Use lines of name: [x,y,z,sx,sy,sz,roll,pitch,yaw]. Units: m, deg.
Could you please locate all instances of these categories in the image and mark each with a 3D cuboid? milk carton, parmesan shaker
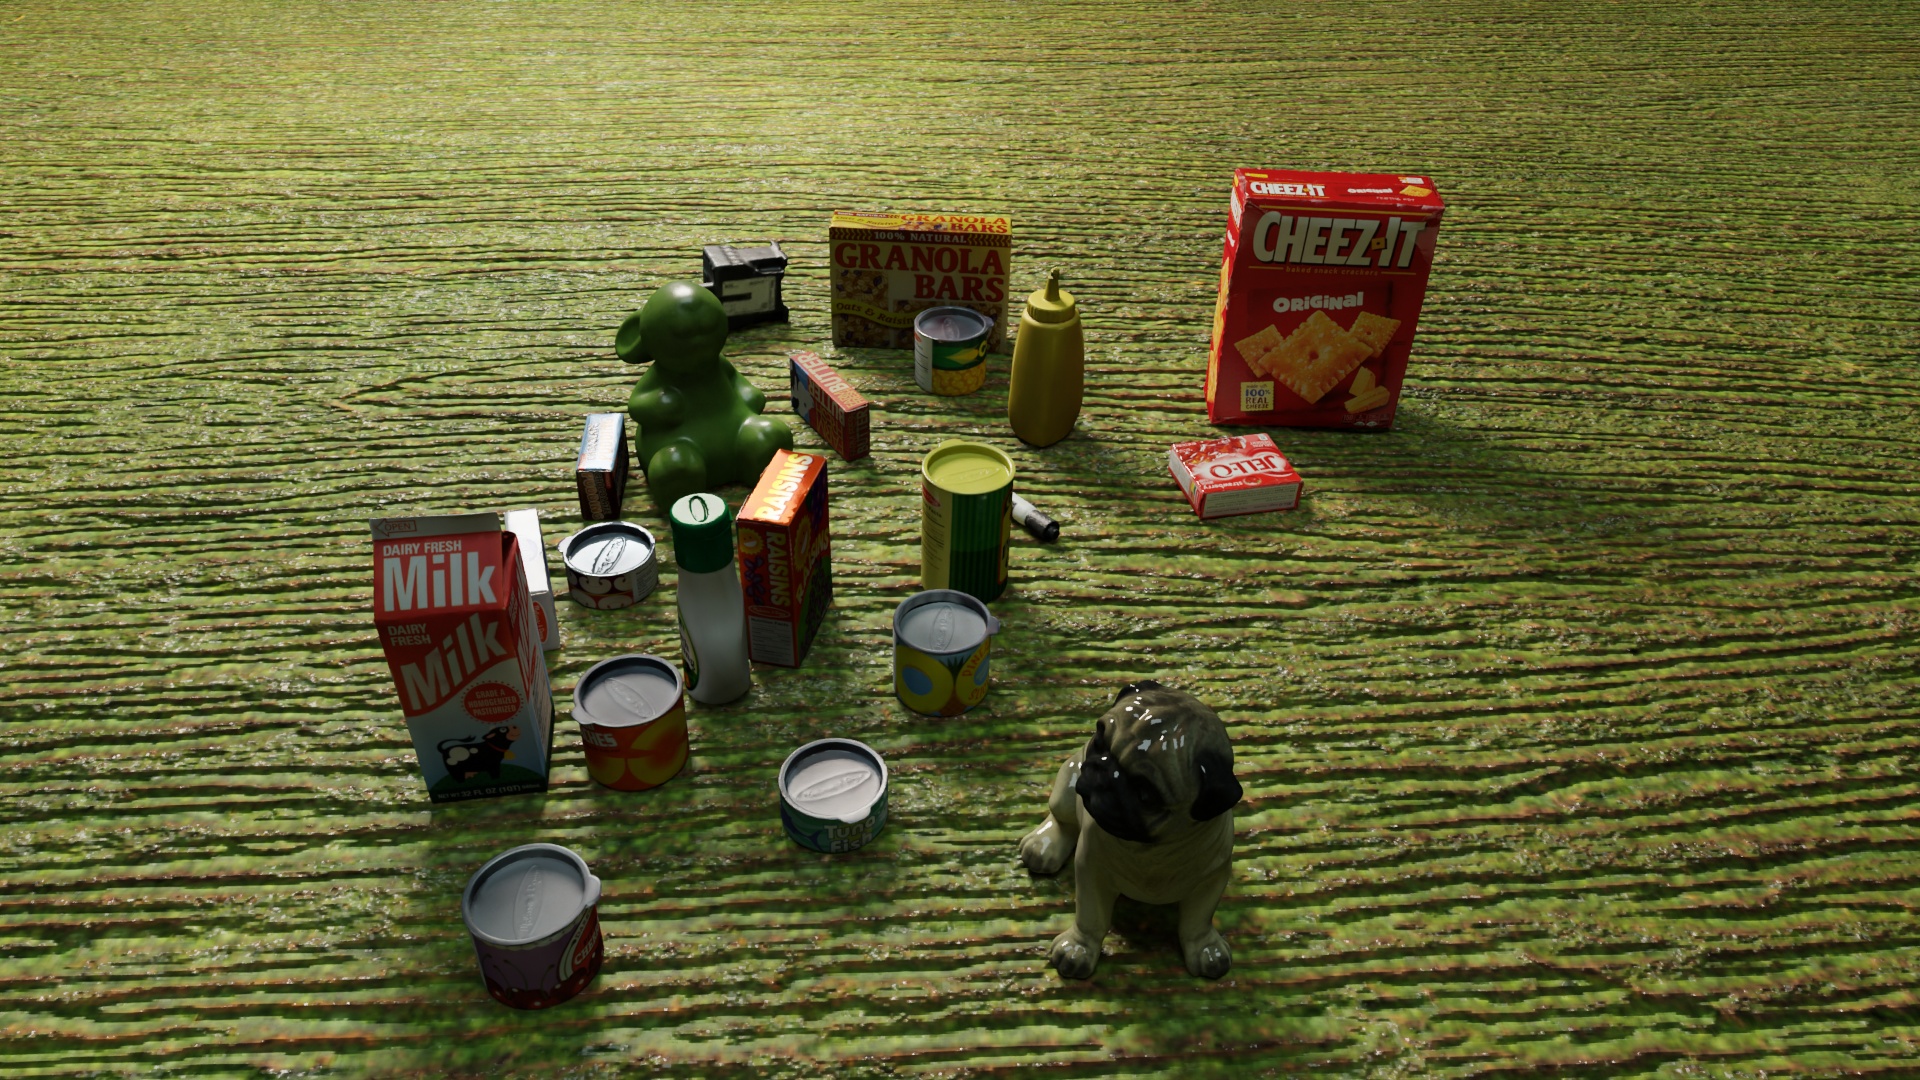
milk carton: [-0.293,0.062,0.825,0.072,0.189,0.074,-4,37,-8]
parmesan shaker: [0.004,-0.013,1.010,0.071,0.102,0.072,1,37,-1]

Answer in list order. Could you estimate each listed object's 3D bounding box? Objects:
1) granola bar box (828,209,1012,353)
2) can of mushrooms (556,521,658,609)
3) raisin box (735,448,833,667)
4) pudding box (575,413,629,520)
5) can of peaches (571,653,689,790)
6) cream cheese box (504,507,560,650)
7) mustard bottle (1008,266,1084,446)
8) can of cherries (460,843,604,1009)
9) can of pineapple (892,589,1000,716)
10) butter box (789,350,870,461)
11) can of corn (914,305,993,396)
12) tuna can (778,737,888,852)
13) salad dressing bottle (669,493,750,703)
granola bar box: [-0.037,-0.240,1.294,0.166,0.123,0.039,3,37,1]
can of mushrooms: [-0.257,0.018,1.015,0.071,0.033,0.071,1,37,-1]
raisin box: [-0.119,0.013,0.954,0.040,0.122,0.086,9,37,10]
pudding box: [-0.284,-0.060,1.104,0.030,0.049,0.084,-2,37,-5]
can of peaches: [-0.206,0.115,0.868,0.071,0.057,0.071,1,37,-1]
cream cheese box: [-0.304,0.027,0.984,0.024,0.053,0.104,-10,39,-16]
mustard bottle: [0.074,-0.158,1.159,0.049,0.159,0.065,27,44,30]
can of cherries: [-0.225,0.207,0.744,0.071,0.058,0.072,1,37,-1]
can of pineapple: [-0.011,0.076,0.929,0.071,0.057,0.071,1,37,-1]
butter box: [-0.112,-0.115,1.182,0.024,0.052,0.104,-20,42,-27]
can of corn: [-0.006,-0.172,1.258,0.071,0.058,0.071,1,37,-1]
tuna can: [-0.075,0.156,0.840,0.071,0.032,0.071,1,37,-1]
salad dressing bottle: [-0.162,0.038,0.897,0.044,0.146,0.064,-9,38,-14]
